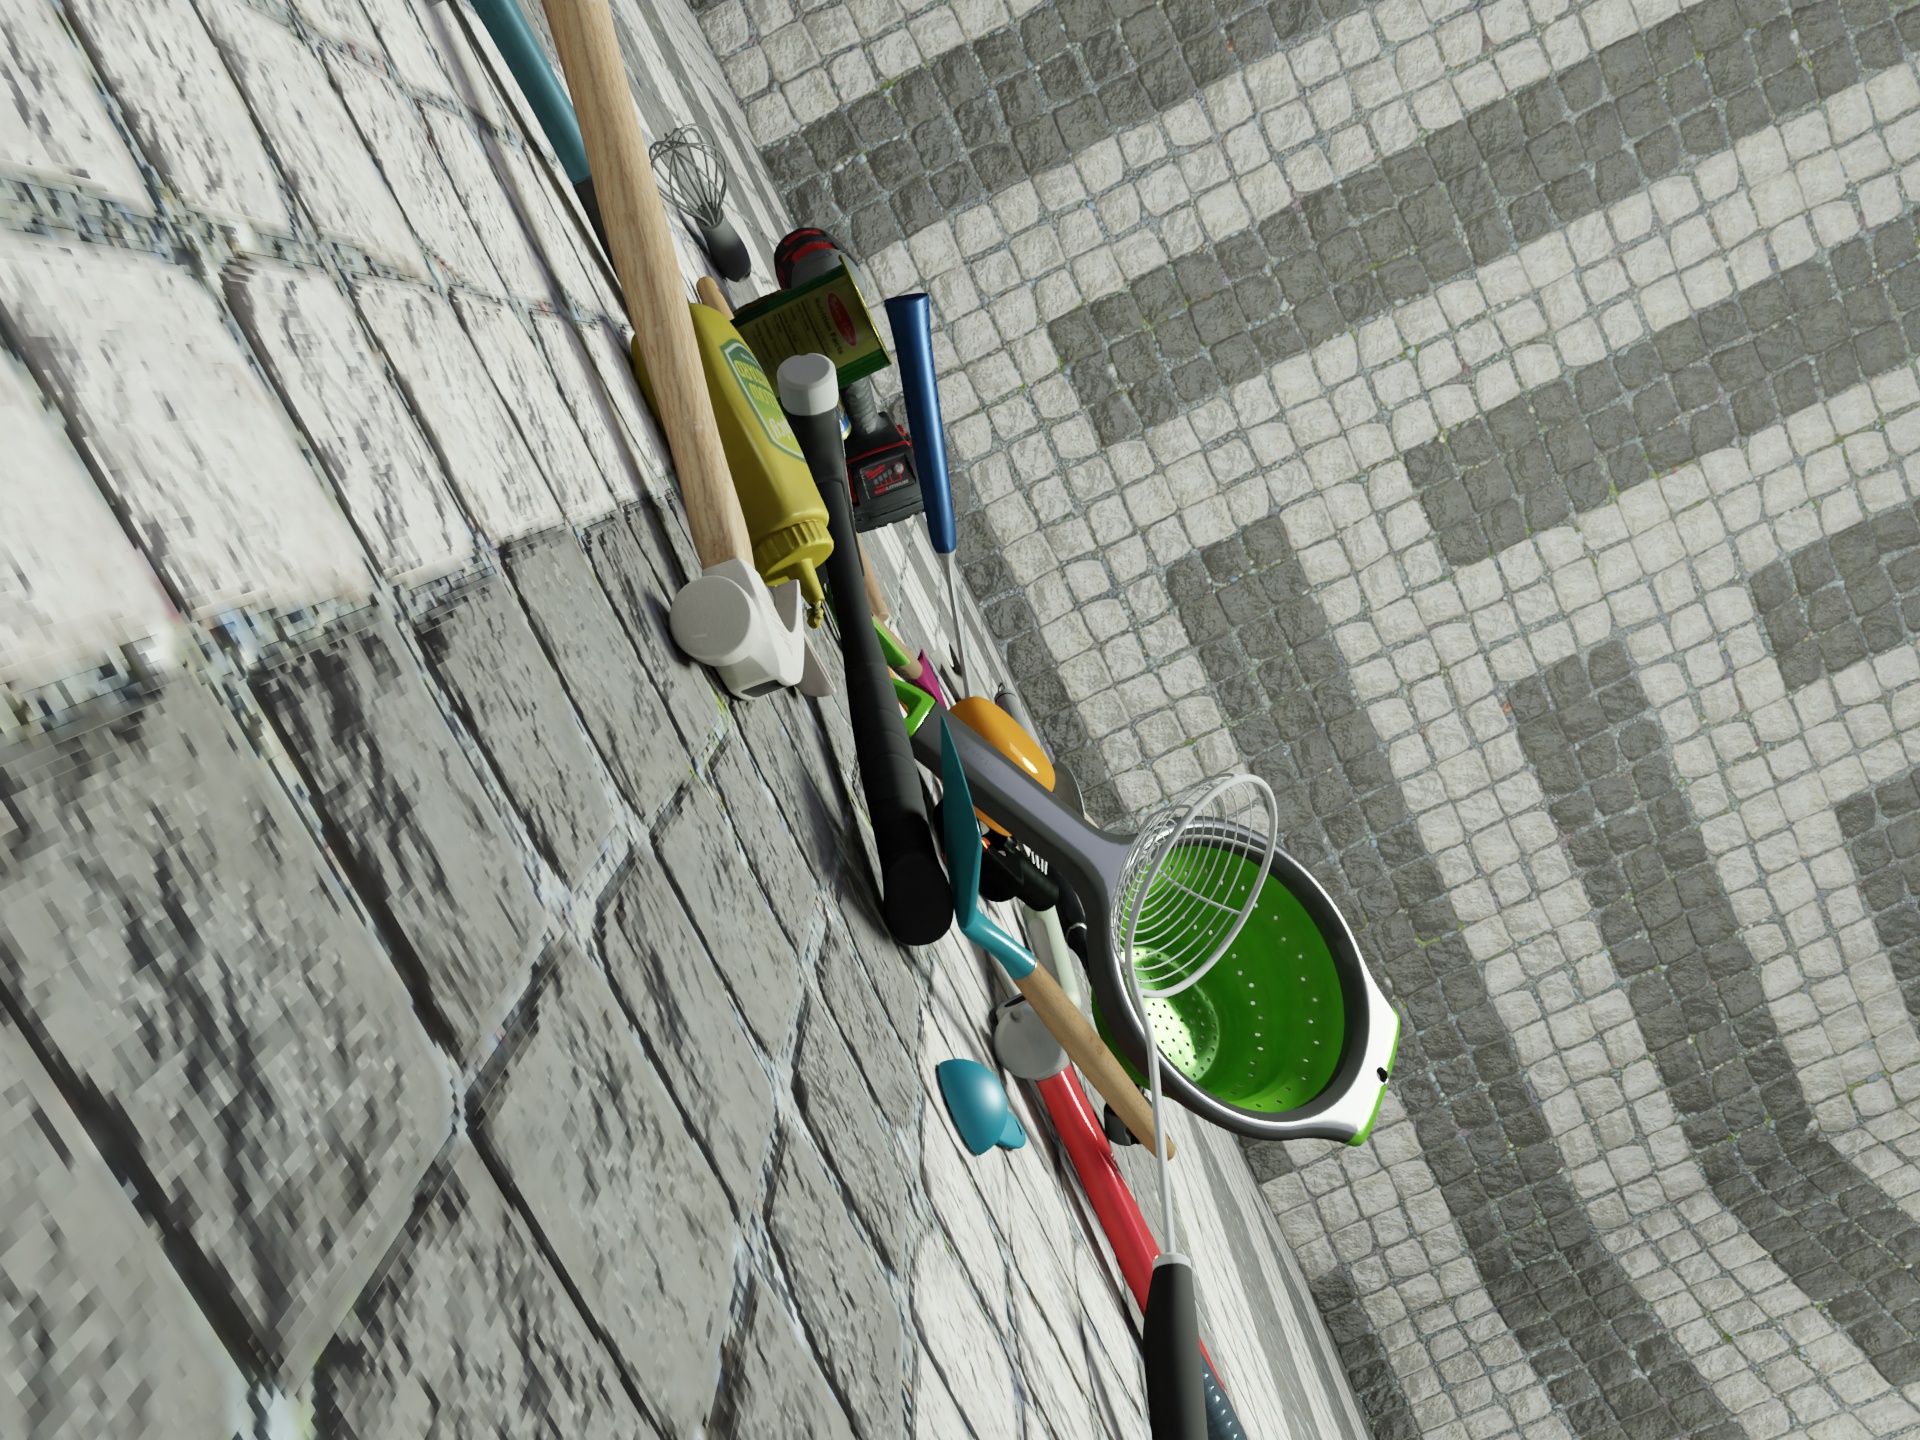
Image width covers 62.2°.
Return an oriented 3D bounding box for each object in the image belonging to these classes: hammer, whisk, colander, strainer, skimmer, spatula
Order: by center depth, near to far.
[{"bbox_3d":[-0.123,-0.166,0.659,0.130,0.031,0.331,54,19,-78],"label":"hammer"},{"bbox_3d":[0.124,0.195,0.757,0.127,0.090,0.364,58,26,-51],"label":"skimmer"},{"bbox_3d":[-0.172,-0.251,0.767,0.330,0.033,0.128,62,5,-29],"label":"hammer"},{"bbox_3d":[0.051,0.130,0.774,0.317,0.044,0.082,55,10,-38],"label":"spatula"},{"bbox_3d":[-0.050,-0.031,0.815,0.146,0.035,0.335,87,-9,-50],"label":"hammer"},{"bbox_3d":[0.115,0.329,0.880,0.143,0.038,0.386,30,35,-84],"label":"hammer"},{"bbox_3d":[0.085,0.119,0.976,0.397,0.094,0.205,38,49,-6],"label":"colander"},{"bbox_3d":[-0.187,-0.381,1.194,0.239,0.055,0.055,62,3,-84],"label":"whisk"},{"bbox_3d":[-0.114,-0.201,1.218,0.316,0.018,0.059,66,7,28],"label":"spatula"},{"bbox_3d":[-0.009,-0.121,1.229,0.144,0.035,0.405,-97,178,-69],"label":"hammer"},{"bbox_3d":[0.059,0.139,1.237,0.059,0.057,0.247,24,28,-24],"label":"whisk"},{"bbox_3d":[0.055,0.039,1.246,0.259,0.050,0.086,-109,-157,-57],"label":"strainer"},{"bbox_3d":[0.096,0.179,1.297,0.409,0.036,0.149,-111,-166,-74],"label":"hammer"},{"bbox_3d":[0.082,0.068,1.347,0.146,0.038,0.411,62,-7,-35],"label":"hammer"}]

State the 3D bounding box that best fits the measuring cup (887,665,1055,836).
[{"bbox_3d":[-0.002,-0.003,1.045,0.174,0.052,0.095,54,13,30],"label":"measuring cup"}]

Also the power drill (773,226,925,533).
[{"bbox_3d":[-0.085,-0.268,1.255,0.143,0.078,0.219,-119,-170,-56],"label":"power drill"}]

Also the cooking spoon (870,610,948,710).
[{"bbox_3d":[-0.042,-0.043,1.200,0.318,0.017,0.069,47,22,-76],"label":"cooking spoon"}]

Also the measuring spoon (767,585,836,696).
[{"bbox_3d":[-0.096,-0.062,0.759,0.124,0.018,0.034,59,-1,10],"label":"measuring spoon"}]

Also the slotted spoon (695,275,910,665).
[{"bbox_3d":[-0.110,-0.164,1.031,0.314,0.031,0.070,64,7,19],"label":"slotted spoon"}]

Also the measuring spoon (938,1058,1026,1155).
[{"bbox_3d":[0.020,0.175,0.714,0.042,0.021,0.128,67,7,24],"label":"measuring spoon"}]
